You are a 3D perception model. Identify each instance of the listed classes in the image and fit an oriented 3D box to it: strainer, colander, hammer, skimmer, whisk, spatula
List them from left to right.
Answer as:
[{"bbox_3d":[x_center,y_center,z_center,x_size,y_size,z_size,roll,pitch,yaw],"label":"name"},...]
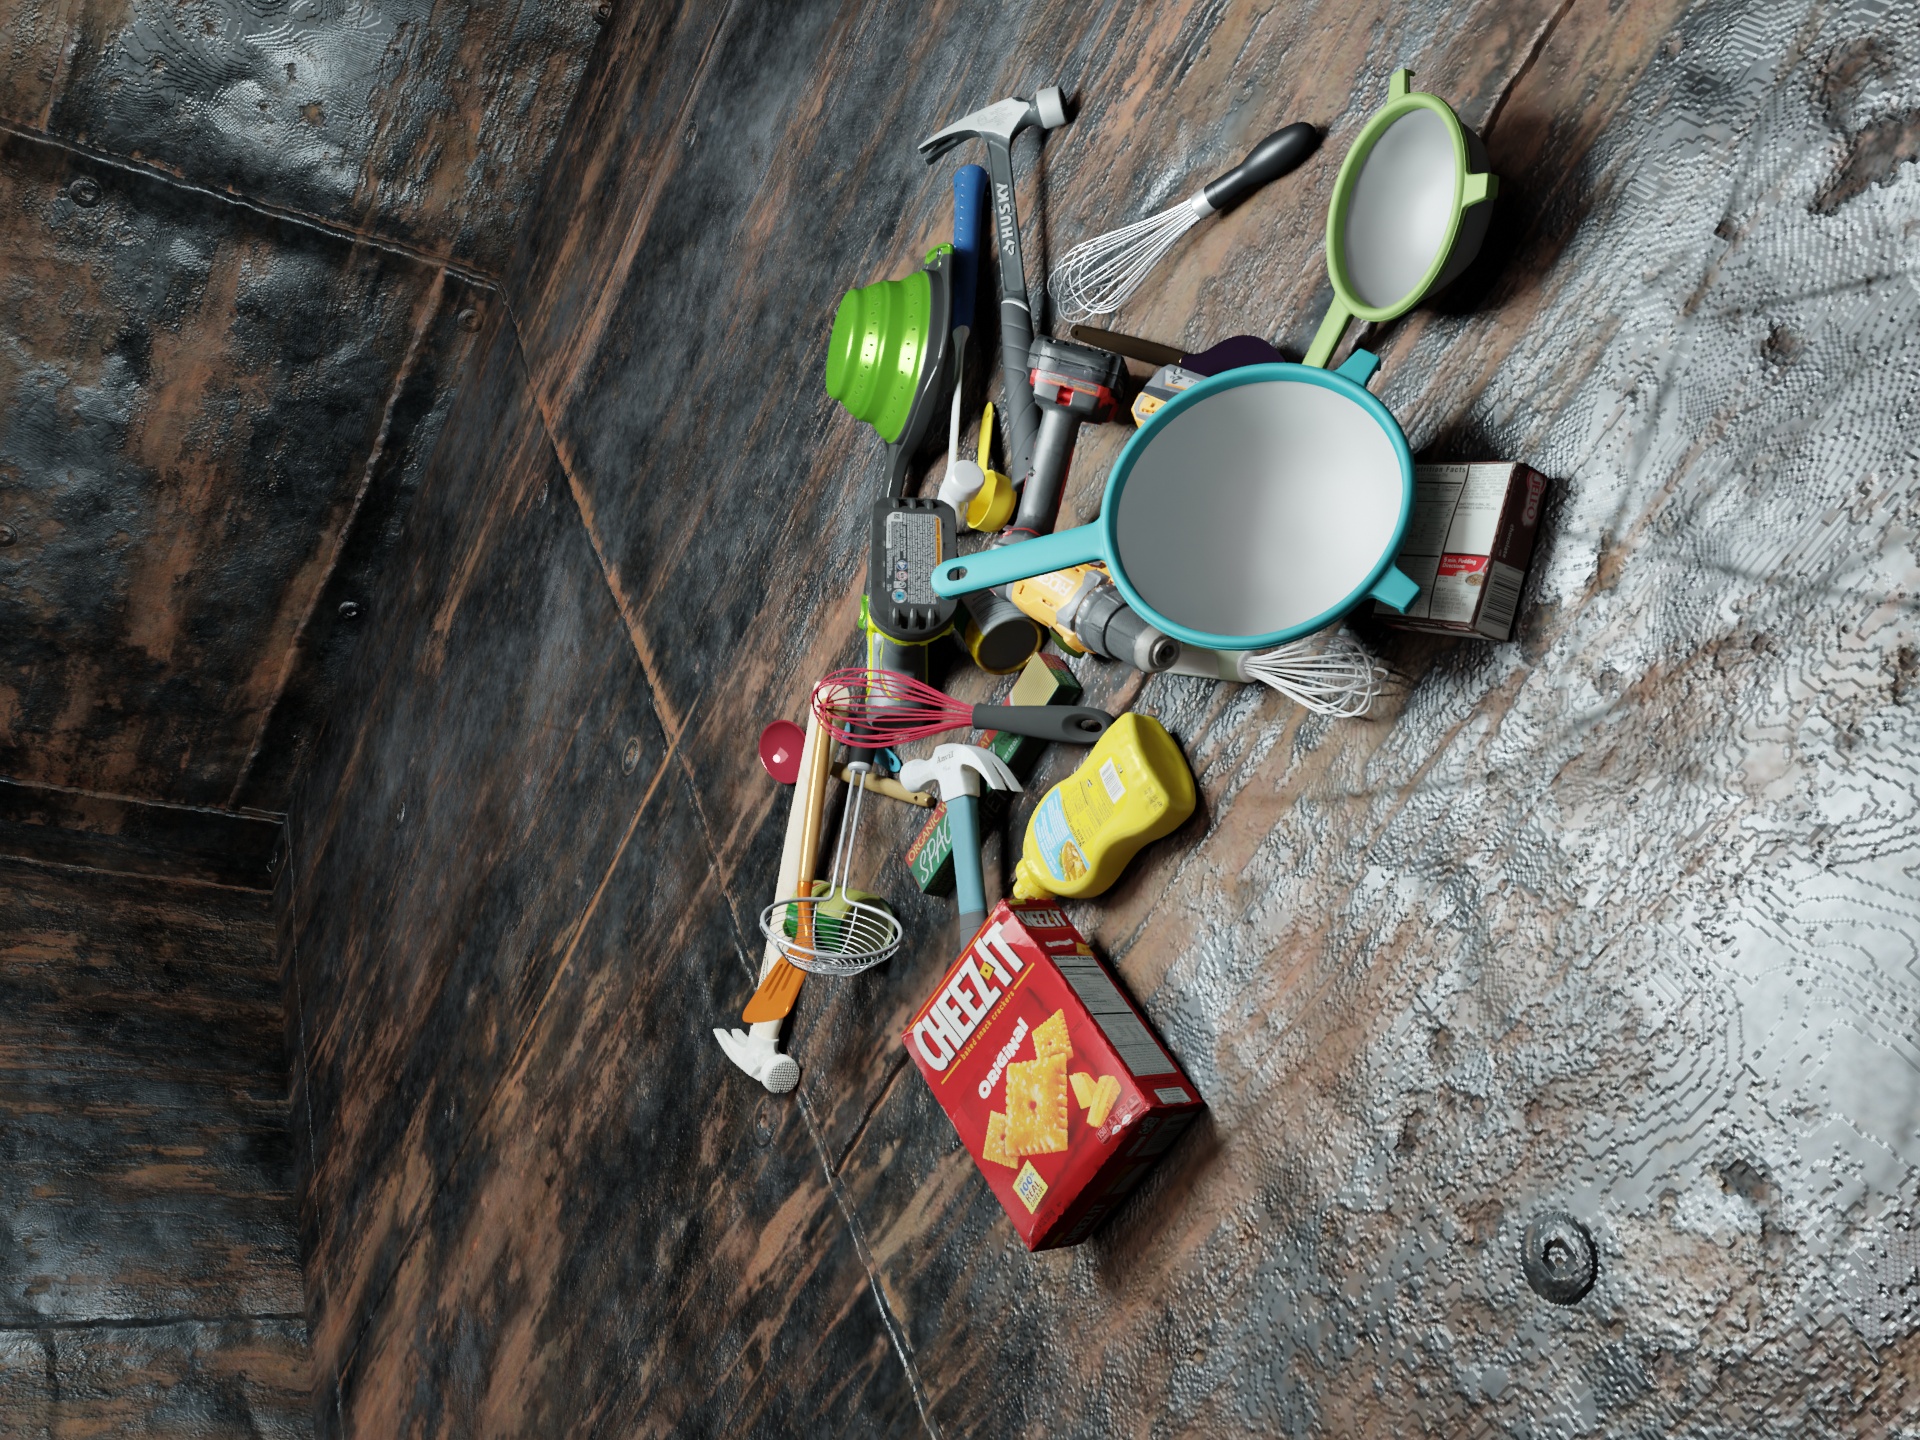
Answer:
[{"bbox_3d":[-0.177,0.162,1.635,0.146,0.038,0.410,19,99,57],"label":"hammer"},{"bbox_3d":[-0.153,0.130,1.521,0.081,0.041,0.323,-17,62,50],"label":"spatula"},{"bbox_3d":[-0.101,0.080,1.489,0.090,0.127,0.364,99,179,-55],"label":"skimmer"},{"bbox_3d":[-0.095,-0.293,1.619,0.205,0.094,0.397,-145,65,-72],"label":"colander"},{"bbox_3d":[-0.003,-0.373,1.580,0.144,0.035,0.406,130,146,-64],"label":"hammer"},{"bbox_3d":[-0.002,-0.004,1.372,0.296,0.073,0.073,5,82,27],"label":"whisk"},{"bbox_3d":[0.012,0.179,1.360,0.128,0.033,0.331,-24,66,45],"label":"hammer"},{"bbox_3d":[0.046,-0.407,1.505,0.149,0.036,0.409,-9,73,16],"label":"hammer"},{"bbox_3d":[0.176,-0.305,1.329,0.316,0.018,0.059,37,124,57],"label":"spatula"},{"bbox_3d":[0.182,-0.419,1.342,0.284,0.070,0.070,-24,59,44],"label":"whisk"},{"bbox_3d":[0.151,-0.118,1.111,0.340,0.095,0.211,-12,66,21],"label":"strainer"},{"bbox_3d":[0.217,-0.039,1.167,0.246,0.059,0.057,11,116,60],"label":"whisk"},{"bbox_3d":[0.307,-0.313,1.131,0.256,0.069,0.152,113,150,-44],"label":"strainer"}]

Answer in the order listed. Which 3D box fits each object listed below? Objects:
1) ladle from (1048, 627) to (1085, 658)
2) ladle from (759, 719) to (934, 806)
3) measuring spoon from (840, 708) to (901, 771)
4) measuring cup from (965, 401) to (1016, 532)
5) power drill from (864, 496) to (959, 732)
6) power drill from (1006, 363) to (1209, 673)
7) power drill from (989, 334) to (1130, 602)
[{"bbox_3d":[0.187,-0.098,1.242,0.320,0.062,0.078,-4,67,47],"label":"ladle"},{"bbox_3d":[-0.119,0.052,1.626,0.316,0.031,0.069,15,104,54],"label":"ladle"},{"bbox_3d":[-0.091,0.021,1.612,0.129,0.021,0.042,33,123,45],"label":"measuring spoon"},{"bbox_3d":[0.033,-0.244,1.523,0.062,0.029,0.157,-46,32,47],"label":"measuring cup"},{"bbox_3d":[-0.053,-0.114,1.484,0.228,0.080,0.191,107,163,-68],"label":"power drill"},{"bbox_3d":[0.151,-0.147,1.215,0.226,0.084,0.186,-53,38,2],"label":"power drill"},{"bbox_3d":[0.077,-0.206,1.361,0.143,0.078,0.219,-19,-55,-80],"label":"power drill"}]
